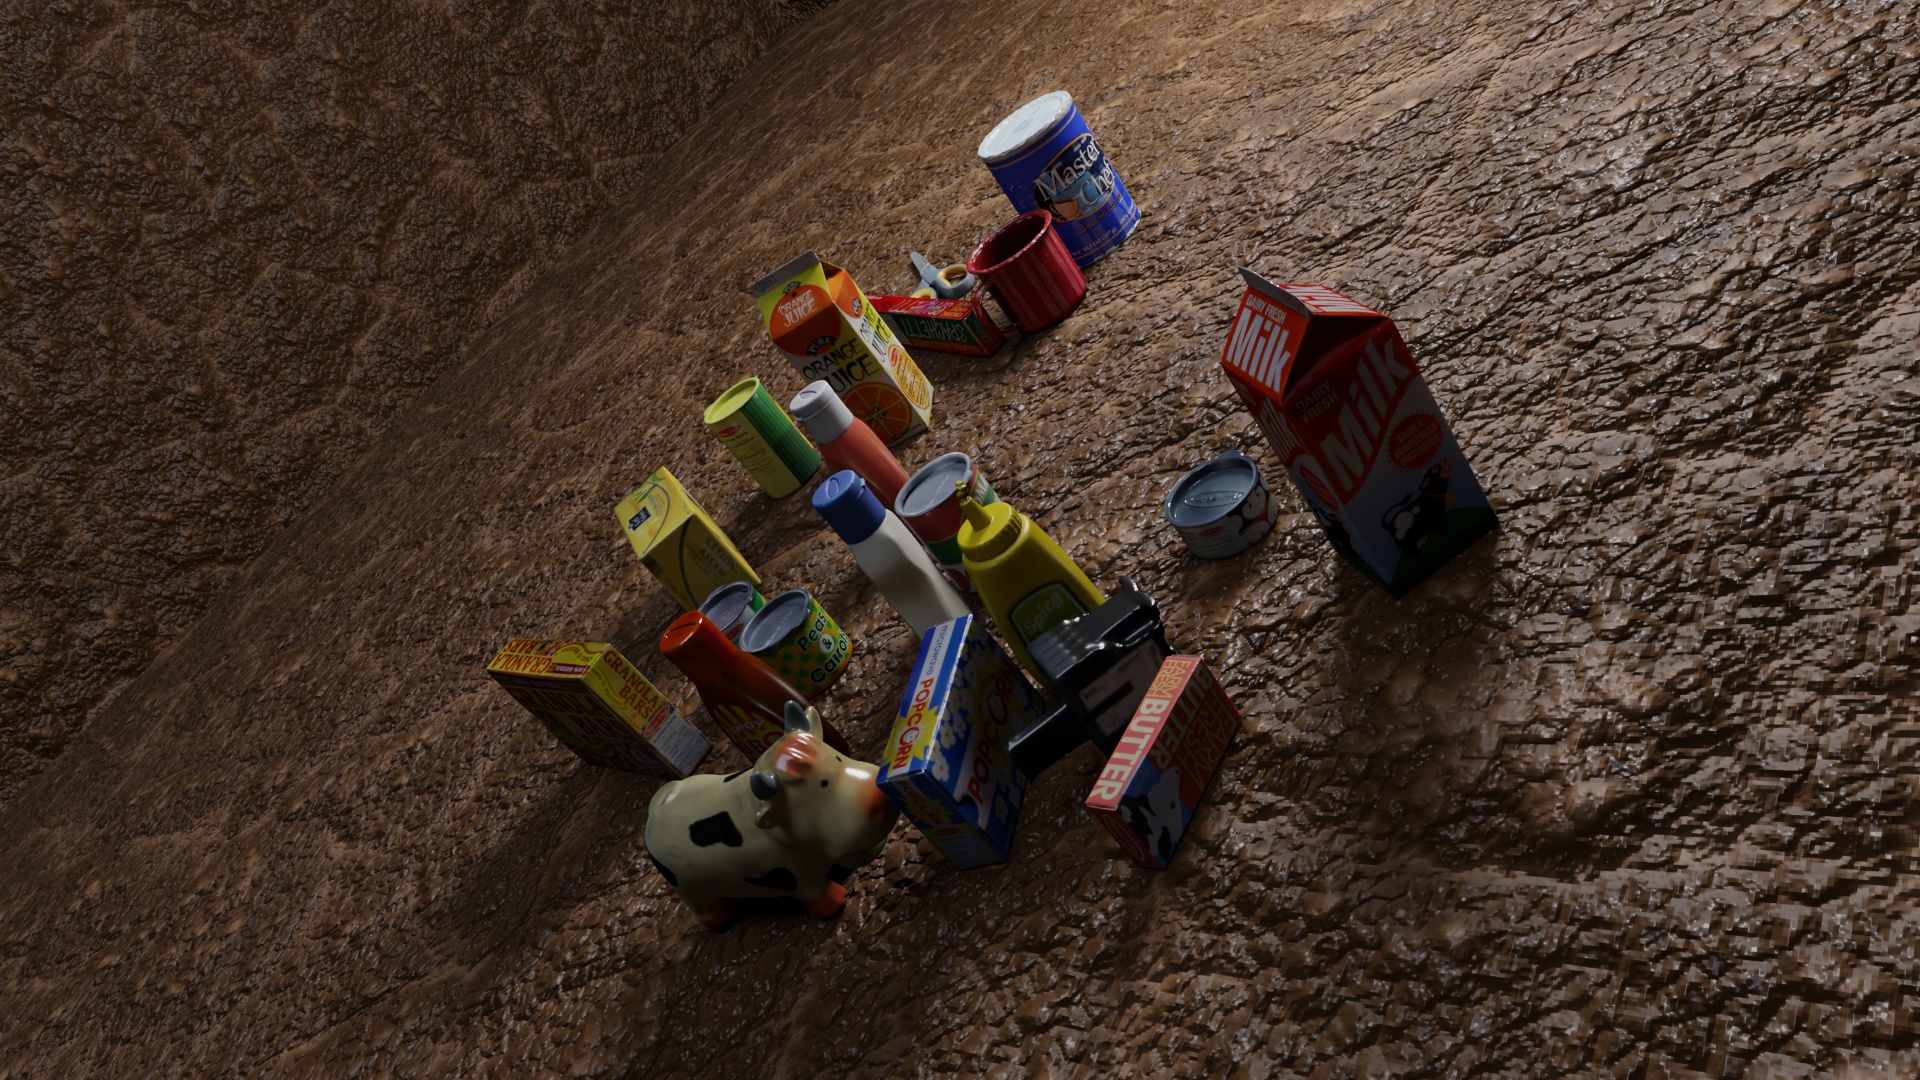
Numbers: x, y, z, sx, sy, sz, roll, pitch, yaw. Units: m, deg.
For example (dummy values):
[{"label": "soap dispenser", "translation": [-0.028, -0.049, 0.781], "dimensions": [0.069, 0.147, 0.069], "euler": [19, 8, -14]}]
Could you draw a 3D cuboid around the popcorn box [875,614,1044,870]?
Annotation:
[{"label": "popcorn box", "translation": [0.003, 0.117, 0.822], "dimensions": [0.038, 0.085, 0.127], "euler": [-20, 33, 31]}]

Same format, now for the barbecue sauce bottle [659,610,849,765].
[{"label": "barbecue sauce bottle", "translation": [-0.142, 0.109, 0.937], "dimensions": [0.064, 0.148, 0.044], "euler": [-19, 33, 33]}]

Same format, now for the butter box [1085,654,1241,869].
[{"label": "butter box", "translation": [0.109, 0.116, 0.735], "dimensions": [0.024, 0.053, 0.104], "euler": [-4, 43, 48]}]

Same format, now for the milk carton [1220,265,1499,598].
[{"label": "milk carton", "translation": [0.207, -0.067, 0.747], "dimensions": [0.073, 0.190, 0.072], "euler": [-38, 28, 2]}]

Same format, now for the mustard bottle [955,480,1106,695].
[{"label": "mustard bottle", "translation": [0.039, 0.026, 0.837], "dimensions": [0.065, 0.160, 0.049], "euler": [-35, 28, 6]}]

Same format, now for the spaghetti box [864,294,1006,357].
[{"label": "spaghetti box", "translation": [-0.038, -0.220, 1.414], "dimensions": [0.029, 0.050, 0.250], "euler": [-46, 29, -14]}]

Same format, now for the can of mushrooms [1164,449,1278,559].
[{"label": "can of mushrooms", "translation": [0.169, -0.023, 0.893], "dimensions": [0.071, 0.033, 0.071], "euler": [-28, 29, 18]}]

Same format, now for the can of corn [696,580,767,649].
[{"label": "can of corn", "translation": [-0.178, 0.075, 1.128], "dimensions": [0.071, 0.058, 0.071], "euler": [-29, 29, 18]}]

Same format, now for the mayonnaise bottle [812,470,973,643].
[{"label": "mayonnaise bottle", "translation": [-0.046, 0.015, 0.965], "dimensions": [0.041, 0.147, 0.065], "euler": [-33, 28, 10]}]

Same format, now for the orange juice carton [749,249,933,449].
[{"label": "orange juice carton", "translation": [-0.108, -0.176, 1.278], "dimensions": [0.071, 0.192, 0.073], "euler": [-27, 30, 21]}]

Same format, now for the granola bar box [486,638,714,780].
[{"label": "granola bar box", "translation": [-0.288, 0.133, 1.099], "dimensions": [0.165, 0.124, 0.039], "euler": [-3, 44, 48]}]

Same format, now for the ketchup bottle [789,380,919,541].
[{"label": "ketchup bottle", "translation": [-0.080, -0.062, 1.120], "dimensions": [0.044, 0.148, 0.065], "euler": [-49, 29, -19]}]

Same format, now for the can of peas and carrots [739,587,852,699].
[{"label": "can of peas and carrots", "translation": [-0.123, 0.079, 1.056], "dimensions": [0.071, 0.058, 0.071], "euler": [-29, 29, 18]}]

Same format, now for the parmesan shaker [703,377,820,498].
[{"label": "parmesan shaker", "translation": [-0.194, -0.099, 1.358], "dimensions": [0.071, 0.103, 0.072], "euler": [-29, 29, 18]}]

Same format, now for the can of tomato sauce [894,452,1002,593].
[{"label": "can of tomato sauce", "translation": [0.004, -0.013, 1.019], "dimensions": [0.071, 0.083, 0.071], "euler": [-29, 29, 18]}]
